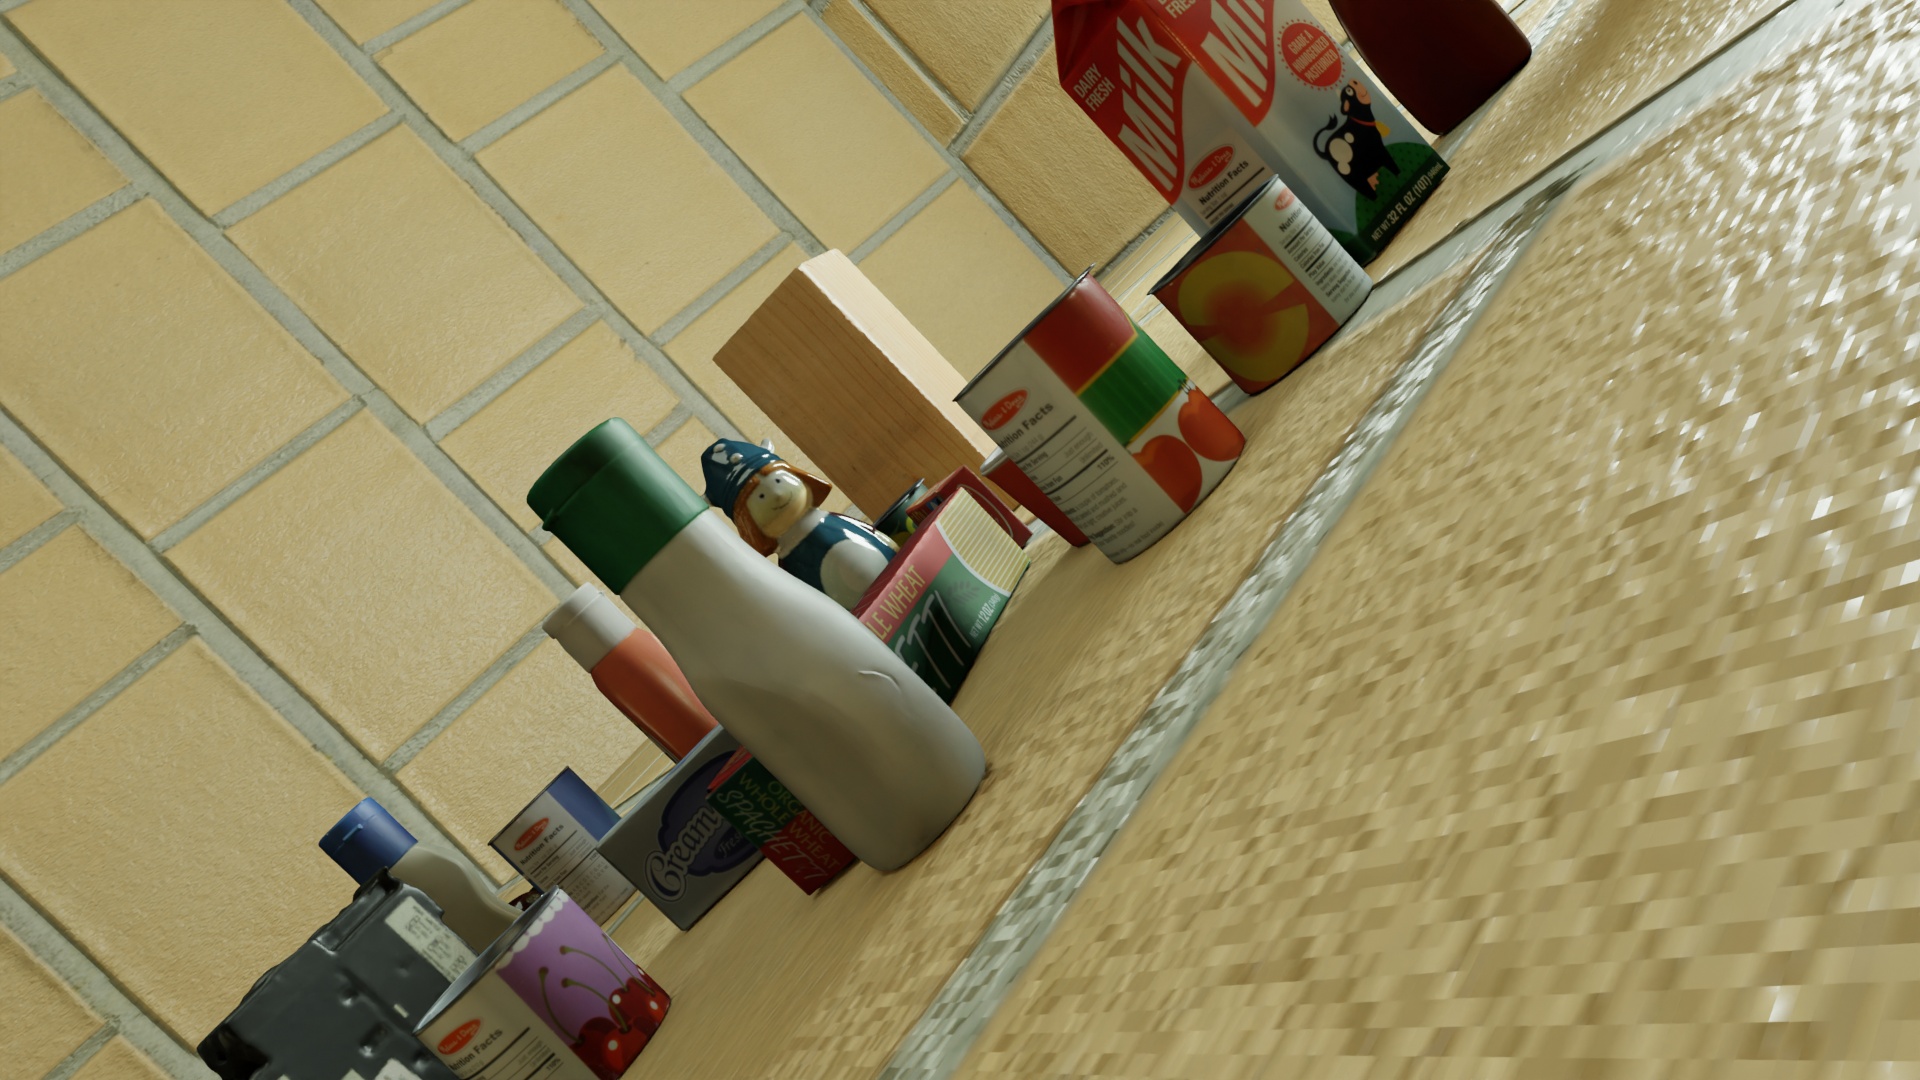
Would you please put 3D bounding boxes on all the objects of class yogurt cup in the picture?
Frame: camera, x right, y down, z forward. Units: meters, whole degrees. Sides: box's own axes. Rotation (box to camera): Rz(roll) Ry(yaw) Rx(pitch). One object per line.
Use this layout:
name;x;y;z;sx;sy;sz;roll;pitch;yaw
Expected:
yogurt cup;0.050;-0.034;0.584;0.072;0.054;0.072;-44;5;5

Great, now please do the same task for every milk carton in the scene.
milk carton;0.116;-0.199;0.616;0.072;0.190;0.073;-47;5;-27

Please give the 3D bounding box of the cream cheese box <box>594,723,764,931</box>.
cream cheese box;-0.098;0.110;0.584;0.103;0.053;0.024;-44;5;6

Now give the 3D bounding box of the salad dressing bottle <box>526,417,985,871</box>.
salad dressing bottle;-0.059;0.029;0.398;0.044;0.147;0.064;-48;6;-34

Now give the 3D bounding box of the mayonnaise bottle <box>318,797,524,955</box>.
mayonnaise bottle;-0.285;0.204;0.765;0.065;0.148;0.041;-46;5;-18

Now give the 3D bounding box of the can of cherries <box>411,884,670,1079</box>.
can of cherries;-0.143;0.163;0.485;0.071;0.058;0.071;-44;5;5

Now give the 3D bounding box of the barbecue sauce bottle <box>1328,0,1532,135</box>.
barbecue sauce bottle;0.218;-0.281;0.707;0.064;0.148;0.044;-43;5;23

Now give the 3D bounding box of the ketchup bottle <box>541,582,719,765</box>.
ketchup bottle;-0.166;0.087;0.774;0.043;0.149;0.064;-45;5;-7

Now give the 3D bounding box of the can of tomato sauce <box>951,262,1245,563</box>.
can of tomato sauce;0.050;-0.045;0.494;0.071;0.083;0.071;-44;5;5

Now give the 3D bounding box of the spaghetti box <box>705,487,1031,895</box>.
spaghetti box;-0.024;0.045;0.547;0.028;0.050;0.251;-42;5;26

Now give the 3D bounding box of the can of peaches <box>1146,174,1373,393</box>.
can of peaches;0.117;-0.099;0.548;0.071;0.058;0.071;-44;5;5

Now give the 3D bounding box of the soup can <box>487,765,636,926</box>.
soup can;-0.239;0.192;0.865;0.071;0.084;0.071;-44;5;5

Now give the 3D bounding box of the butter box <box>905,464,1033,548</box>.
butter box;0.003;-0.010;0.759;0.024;0.053;0.103;-45;5;-11

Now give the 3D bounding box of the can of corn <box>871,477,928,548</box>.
can of corn;-0.026;0.005;0.839;0.071;0.058;0.071;-44;5;5
